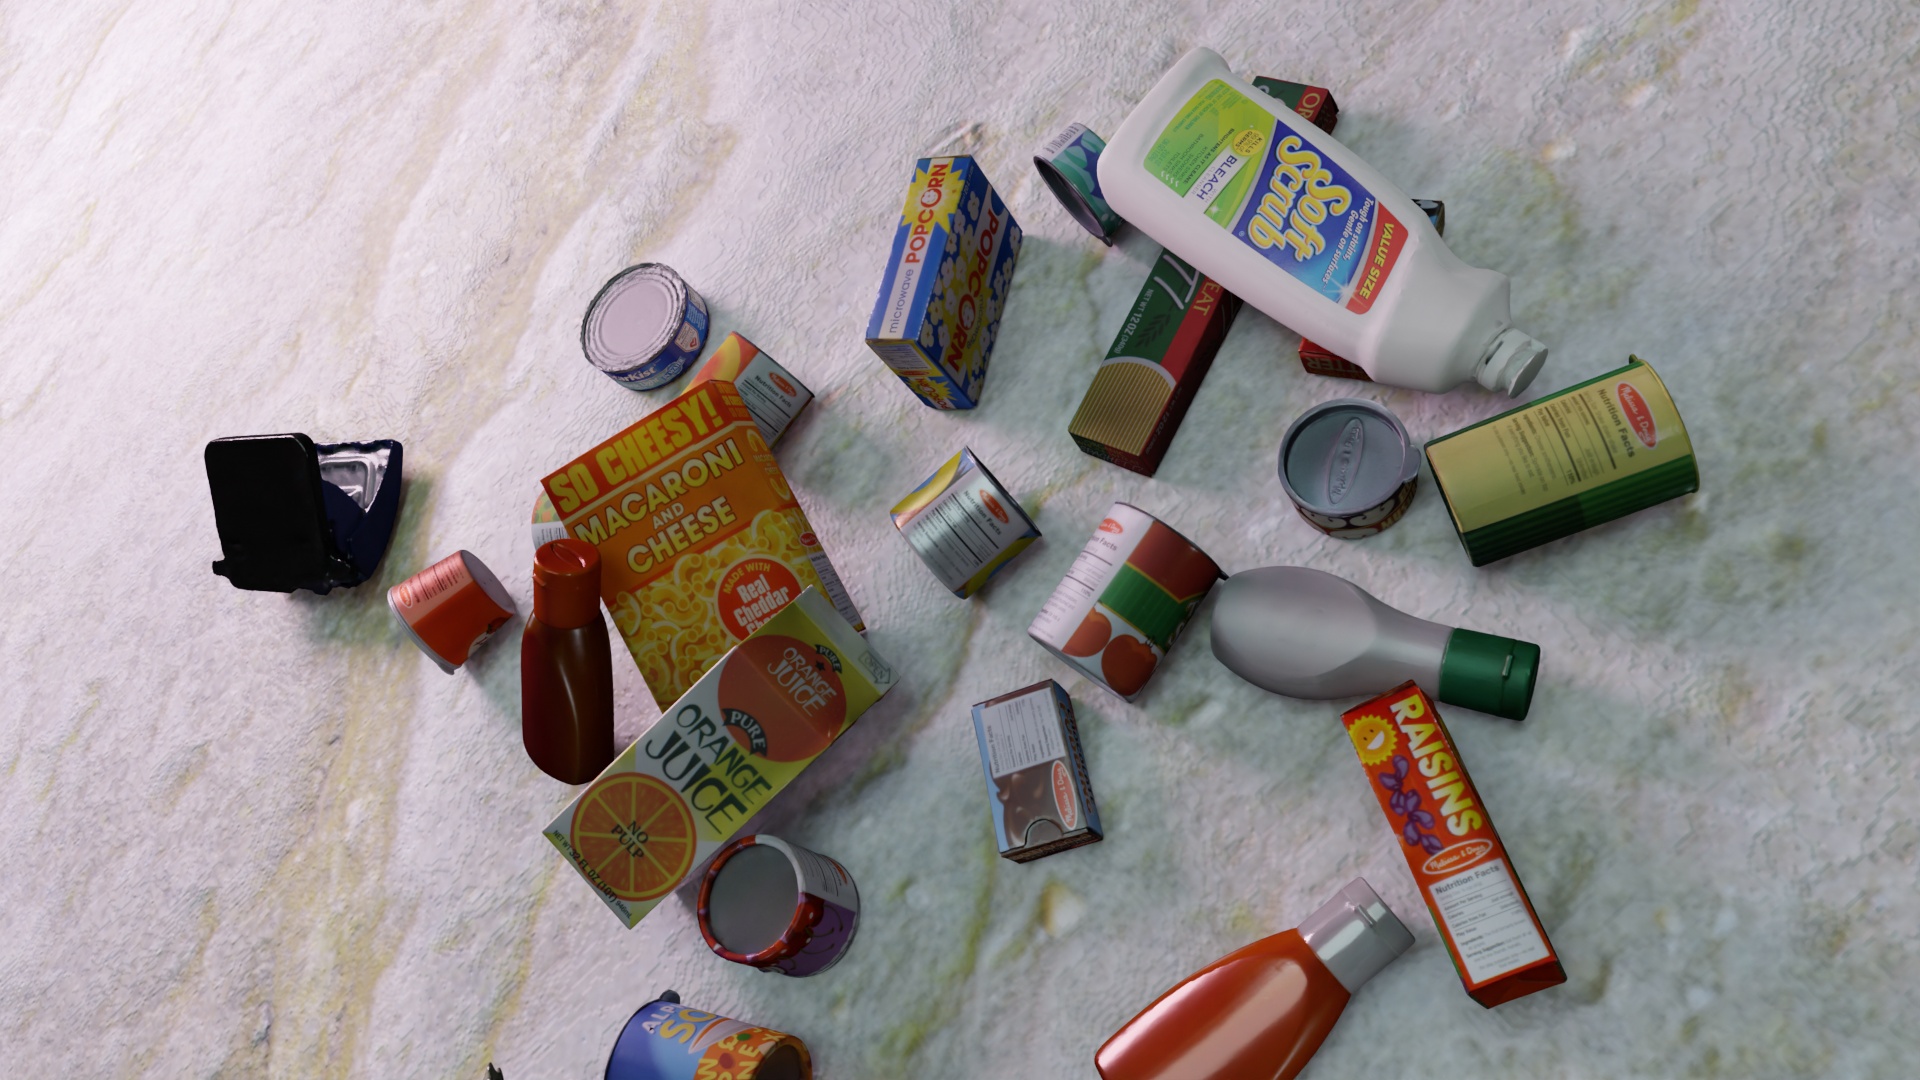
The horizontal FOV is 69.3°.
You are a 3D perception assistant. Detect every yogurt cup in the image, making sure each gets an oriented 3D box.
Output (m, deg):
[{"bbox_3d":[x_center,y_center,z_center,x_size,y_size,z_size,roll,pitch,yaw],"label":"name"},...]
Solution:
[{"bbox_3d":[-0.330,0.043,0.907,0.054,0.072,0.072,-38,57,-4],"label":"yogurt cup"}]

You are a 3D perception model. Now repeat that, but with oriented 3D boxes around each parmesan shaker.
[{"bbox_3d":[0.278,-0.037,0.653,0.103,0.071,0.071,-22,60,16],"label":"parmesan shaker"}]

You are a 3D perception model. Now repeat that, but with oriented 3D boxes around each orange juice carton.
[{"bbox_3d":[-0.124,0.113,0.749,0.192,0.073,0.072,-43,88,7],"label":"orange juice carton"}]

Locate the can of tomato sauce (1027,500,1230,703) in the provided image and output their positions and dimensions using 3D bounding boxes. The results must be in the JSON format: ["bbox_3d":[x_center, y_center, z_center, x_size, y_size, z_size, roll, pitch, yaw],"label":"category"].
[{"bbox_3d":[0.085,0.033,0.713,0.071,0.071,0.083,32,84,33],"label":"can of tomato sauce"}]

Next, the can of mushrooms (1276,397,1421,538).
[{"bbox_3d":[0.200,-0.036,0.708,0.071,0.033,0.071,-10,63,21],"label":"can of mushrooms"}]

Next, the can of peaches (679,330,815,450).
[{"bbox_3d":[-0.135,-0.089,0.874,0.071,0.071,0.058,36,87,33],"label":"can of peaches"}]

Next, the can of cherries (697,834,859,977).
[{"bbox_3d":[-0.097,0.195,0.730,0.071,0.058,0.072,-10,64,21],"label":"can of cherries"}]

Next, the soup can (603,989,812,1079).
[{"bbox_3d":[-0.126,0.272,0.704,0.084,0.071,0.071,4,70,26],"label":"soup can"}]

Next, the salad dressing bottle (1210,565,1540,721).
[{"bbox_3d":[0.196,0.052,0.665,0.148,0.044,0.064,12,72,28],"label":"salad dressing bottle"}]

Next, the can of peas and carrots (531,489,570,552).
[{"bbox_3d":[-0.227,-0.010,0.881,0.058,0.071,0.071,-5,66,24],"label":"can of peas and carrots"}]

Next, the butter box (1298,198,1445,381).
[{"bbox_3d":[0.222,-0.137,0.749,0.053,0.024,0.104,12,74,28],"label":"butter box"}]

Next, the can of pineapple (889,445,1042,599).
[{"bbox_3d":[0.003,-0.010,0.772,0.058,0.071,0.071,-40,57,4],"label":"can of pineapple"}]

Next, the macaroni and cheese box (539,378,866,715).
[{"bbox_3d":[-0.150,0.009,0.807,0.123,0.040,0.166,-29,88,11],"label":"macaroni and cheese box"}]

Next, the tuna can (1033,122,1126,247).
[{"bbox_3d":[0.078,-0.212,0.828,0.033,0.071,0.071,-42,57,3],"label":"tuna can"}]

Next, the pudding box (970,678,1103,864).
[{"bbox_3d":[0.038,0.119,0.716,0.049,0.030,0.084,-20,61,15],"label":"pudding box"}]

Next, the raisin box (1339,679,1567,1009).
[{"bbox_3d":[0.212,0.131,0.596,0.040,0.086,0.124,-27,59,15],"label":"raisin box"}]

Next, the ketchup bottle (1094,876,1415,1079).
[{"bbox_3d":[0.134,0.211,0.621,0.149,0.043,0.065,-41,58,4],"label":"ketchup bottle"}]

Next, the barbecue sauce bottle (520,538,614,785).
[{"bbox_3d":[-0.228,0.069,0.804,0.065,0.147,0.044,33,39,31],"label":"barbecue sauce bottle"}]

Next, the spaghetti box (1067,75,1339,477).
[{"bbox_3d":[0.141,-0.155,0.793,0.050,0.028,0.250,23,79,30],"label":"spaghetti box"}]

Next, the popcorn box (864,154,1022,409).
[{"bbox_3d":[-0.008,-0.153,0.829,0.038,0.085,0.127,5,71,28],"label":"popcorn box"}]
